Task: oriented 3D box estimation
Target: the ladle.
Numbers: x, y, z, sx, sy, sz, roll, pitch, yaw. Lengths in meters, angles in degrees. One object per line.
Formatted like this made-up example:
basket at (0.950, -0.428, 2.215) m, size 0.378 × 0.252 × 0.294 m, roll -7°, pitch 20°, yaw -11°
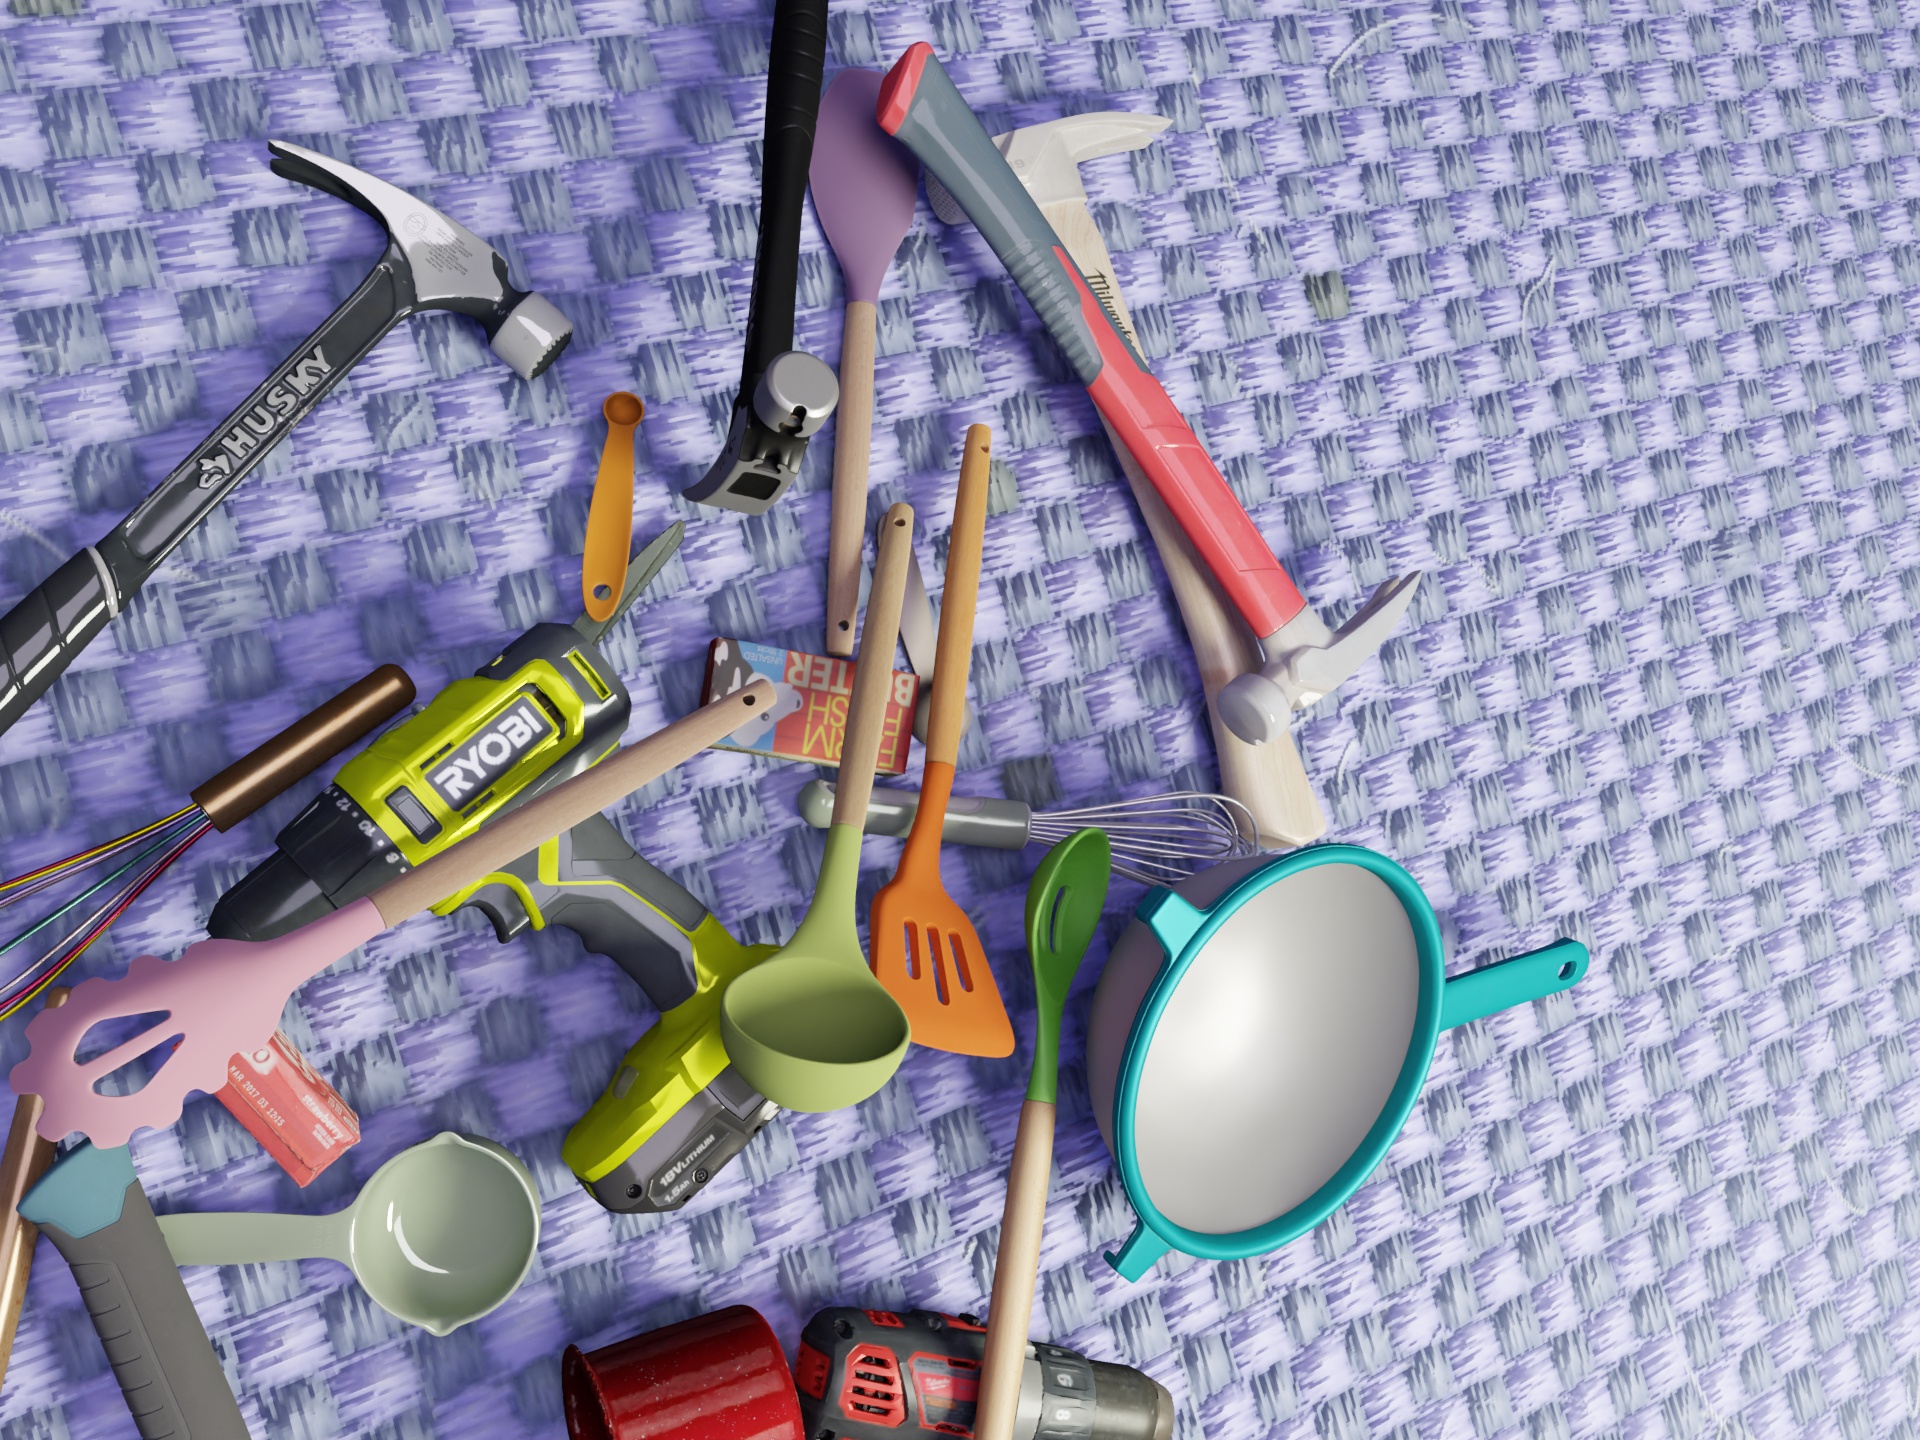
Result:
ladle at (-0.045, 0.021, 0.711) m, size 0.078 × 0.062 × 0.320 m, roll 12°, pitch 57°, yaw -6°

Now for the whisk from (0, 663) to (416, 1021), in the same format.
whisk at (-0.333, 0.049, 0.655) m, size 0.245 × 0.051 × 0.047 m, roll -40°, pitch 92°, yaw -25°

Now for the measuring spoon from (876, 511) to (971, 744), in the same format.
measuring spoon at (-0.020, -0.047, 0.806) m, size 0.034 × 0.018 × 0.124 m, roll -14°, pitch 87°, yaw -23°

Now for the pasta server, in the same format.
pasta server at (-0.204, 0.061, 0.620) m, size 0.316 × 0.040 × 0.060 m, roll -32°, pitch 94°, yaw -29°

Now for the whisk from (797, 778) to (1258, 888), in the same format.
whisk at (0.039, 0.053, 0.802) m, size 0.246 × 0.058 × 0.059 m, roll 7°, pitch 110°, yaw -17°

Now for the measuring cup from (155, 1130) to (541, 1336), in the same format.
measuring cup at (-0.261, 0.213, 0.669) m, size 0.167 × 0.038 × 0.083 m, roll 0°, pitch 86°, yaw -6°

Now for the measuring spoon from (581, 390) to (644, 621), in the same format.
measuring spoon at (-0.165, -0.101, 0.754) m, size 0.021 × 0.011 × 0.117 m, roll 6°, pitch 74°, yaw -11°

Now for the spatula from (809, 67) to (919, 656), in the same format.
spatula at (-0.054, -0.188, 0.813) m, size 0.059 × 0.018 × 0.316 m, roll 5°, pitch 80°, yaw -15°

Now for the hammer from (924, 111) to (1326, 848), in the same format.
hammer at (0.118, -0.129, 0.865) m, size 0.146 × 0.038 × 0.410 m, roll -22°, pitch 91°, yaw -24°

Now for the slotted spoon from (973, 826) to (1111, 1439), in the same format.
slotted spoon at (0.032, 0.201, 0.731) m, size 0.070 × 0.031 × 0.314 m, roll 37°, pitch 58°, yaw -58°

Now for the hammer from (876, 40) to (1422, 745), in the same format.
hammer at (0.093, -0.181, 0.820) m, size 0.143 × 0.038 × 0.386 m, roll -40°, pitch 99°, yaw -26°

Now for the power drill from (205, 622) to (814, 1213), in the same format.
power drill at (-0.178, 0.098, 0.680) m, size 0.190 × 0.080 × 0.228 m, roll -43°, pitch 103°, yaw -22°

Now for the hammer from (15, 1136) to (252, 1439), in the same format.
hammer at (-0.288, 0.319, 0.629) m, size 0.128 × 0.033 × 0.331 m, roll -23°, pitch 95°, yaw -24°

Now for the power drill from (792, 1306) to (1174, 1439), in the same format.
power drill at (0.000, 0.391, 0.723) m, size 0.187 × 0.080 × 0.227 m, roll 16°, pitch 74°, yaw -19°

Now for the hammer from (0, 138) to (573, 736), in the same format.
hammer at (-0.351, -0.077, 0.669) m, size 0.149 × 0.036 × 0.409 m, roll 41°, pitch 70°, yaw -11°

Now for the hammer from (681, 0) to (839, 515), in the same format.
hammer at (-0.087, -0.256, 0.769) m, size 0.035 × 0.146 × 0.335 m, roll 11°, pitch 67°, yaw -21°

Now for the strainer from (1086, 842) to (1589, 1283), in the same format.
strainer at (0.187, 0.142, 0.823) m, size 0.340 × 0.095 × 0.211 m, roll -7°, pitch 109°, yaw -34°

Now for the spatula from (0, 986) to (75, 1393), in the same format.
spatula at (-0.372, 0.262, 0.607) m, size 0.082 × 0.044 × 0.318 m, roll 17°, pitch 73°, yaw -43°

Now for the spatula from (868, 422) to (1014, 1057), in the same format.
spatula at (-0.001, -0.002, 0.764) m, size 0.081 × 0.041 × 0.323 m, roll 20°, pitch 66°, yaw -33°
